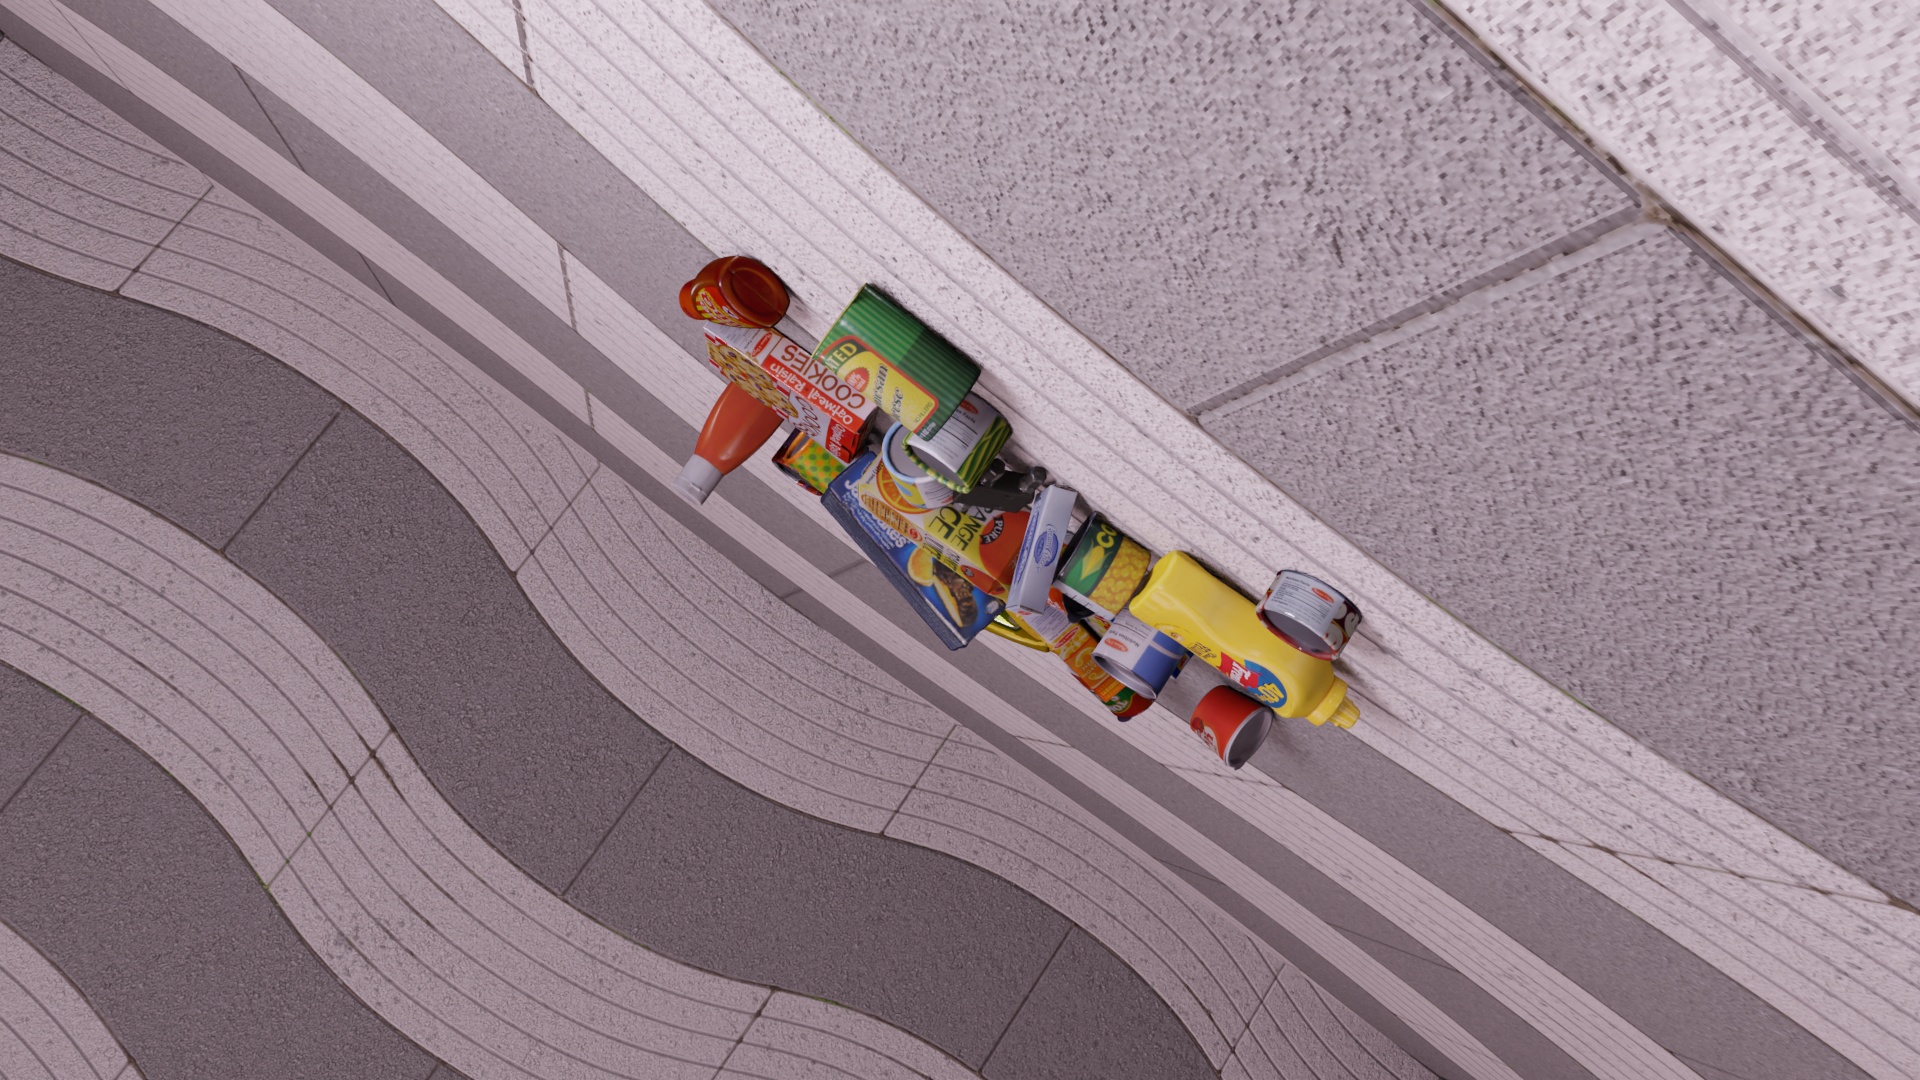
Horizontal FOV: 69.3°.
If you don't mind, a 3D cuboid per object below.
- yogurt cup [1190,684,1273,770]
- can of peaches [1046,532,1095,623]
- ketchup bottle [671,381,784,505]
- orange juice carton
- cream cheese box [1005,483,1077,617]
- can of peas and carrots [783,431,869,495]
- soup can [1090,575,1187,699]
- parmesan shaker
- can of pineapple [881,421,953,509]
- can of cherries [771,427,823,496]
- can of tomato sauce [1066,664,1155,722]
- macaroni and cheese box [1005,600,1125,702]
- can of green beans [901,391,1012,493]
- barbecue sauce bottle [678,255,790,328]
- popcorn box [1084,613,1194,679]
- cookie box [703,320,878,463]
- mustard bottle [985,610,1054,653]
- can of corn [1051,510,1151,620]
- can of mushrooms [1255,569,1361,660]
[{"bbox_3d":[0.258,0.175,1.332,0.054,0.072,0.072,37,171,35],"label":"yogurt cup"},{"bbox_3d":[0.091,0.029,1.201,0.058,0.071,0.071,25,164,43],"label":"can of peaches"},{"bbox_3d":[-0.226,-0.103,1.368,0.064,0.149,0.043,39,166,-18],"label":"ketchup bottle"},{"bbox_3d":[0.004,-0.016,1.258,0.193,0.072,0.073,35,167,5],"label":"orange juice carton"},{"bbox_3d":[0.064,0.009,1.115,0.024,0.104,0.053,17,171,-8],"label":"cream cheese box"},{"bbox_3d":[-0.136,-0.084,1.385,0.058,0.071,0.071,40,167,-18],"label":"can of peas and carrots"},{"bbox_3d":[0.162,0.083,1.182,0.071,0.084,0.071,34,168,8],"label":"soup can"},{"bbox_3d":[-0.044,-0.126,0.980,0.103,0.071,0.071,36,168,-7],"label":"parmesan shaker"},{"bbox_3d":[-0.030,-0.068,1.165,0.071,0.071,0.057,31,167,20],"label":"can of pineapple"},{"bbox_3d":[-0.154,-0.087,1.452,0.071,0.058,0.071,34,168,8],"label":"can of cherries"},{"bbox_3d":[0.157,0.136,1.438,0.083,0.071,0.071,44,165,-33],"label":"can of tomato sauce"},{"bbox_3d":[0.089,0.070,1.351,0.166,0.040,0.124,44,-173,-39],"label":"macaroni and cheese box"},{"bbox_3d":[-0.003,-0.078,1.071,0.071,0.058,0.071,34,168,8],"label":"can of green beans"},{"bbox_3d":[-0.194,-0.202,1.147,0.065,0.044,0.148,40,168,-26],"label":"barbecue sauce bottle"},{"bbox_3d":[0.151,0.070,1.274,0.085,0.038,0.126,23,163,46],"label":"popcorn box"},{"bbox_3d":[-0.156,-0.144,1.282,0.167,0.040,0.122,35,168,-1],"label":"cookie box"},{"bbox_3d":[0.072,0.083,1.492,0.160,0.065,0.048,26,175,17],"label":"mustard bottle"},{"bbox_3d":[0.114,0.020,1.118,0.058,0.071,0.071,32,168,-2],"label":"can of corn"},{"bbox_3d":[0.242,0.053,0.967,0.071,0.033,0.071,33,167,9],"label":"can of mushrooms"}]
